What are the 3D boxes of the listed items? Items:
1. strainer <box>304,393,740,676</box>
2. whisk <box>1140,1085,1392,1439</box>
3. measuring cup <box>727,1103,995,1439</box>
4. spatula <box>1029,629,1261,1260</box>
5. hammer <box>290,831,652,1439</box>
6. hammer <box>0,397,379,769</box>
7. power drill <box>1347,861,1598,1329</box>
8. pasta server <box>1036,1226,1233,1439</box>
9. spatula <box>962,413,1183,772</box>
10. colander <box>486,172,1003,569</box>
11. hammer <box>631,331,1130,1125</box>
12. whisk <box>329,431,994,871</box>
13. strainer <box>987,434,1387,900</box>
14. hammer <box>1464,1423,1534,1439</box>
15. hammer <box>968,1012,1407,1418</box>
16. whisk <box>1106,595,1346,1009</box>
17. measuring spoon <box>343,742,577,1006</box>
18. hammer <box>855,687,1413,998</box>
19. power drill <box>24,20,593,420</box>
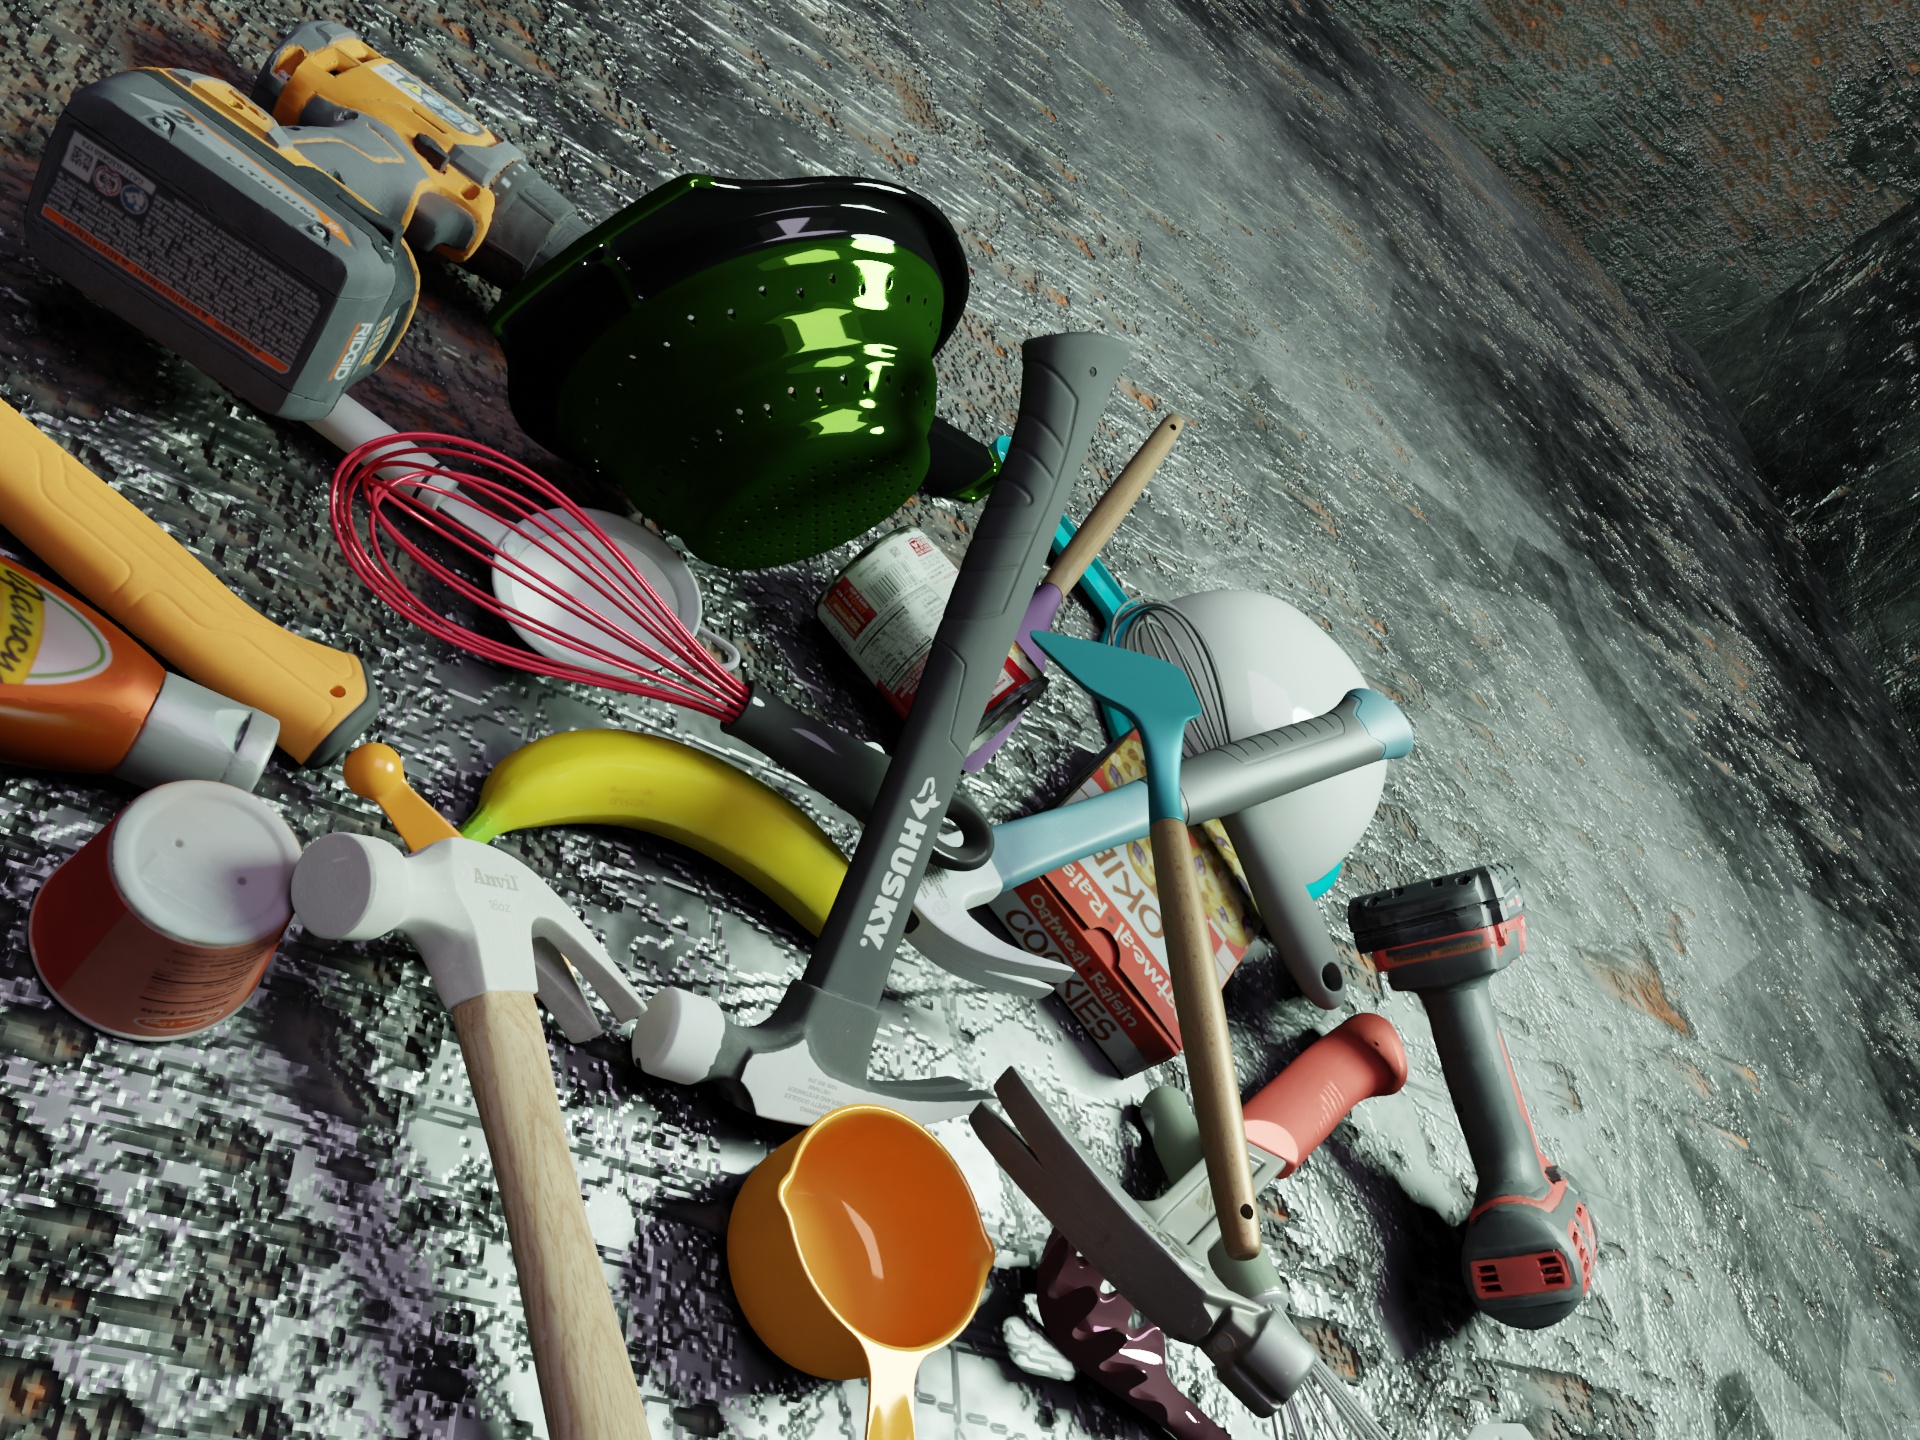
[{"bbox_3d":[-0.204,-0.088,0.641,0.258,0.050,0.087,37,45,-10],"label":"strainer"},{"bbox_3d":[0.130,0.251,0.661,0.059,0.057,0.247,-11,42,-13],"label":"whisk"},{"bbox_3d":[-0.039,0.220,0.539,0.095,0.052,0.174,26,44,-31],"label":"measuring cup"},{"bbox_3d":[0.088,0.073,0.672,0.082,0.044,0.318,12,49,-20],"label":"spatula"},{"bbox_3d":[-0.111,0.193,0.473,0.130,0.031,0.331,27,41,-68],"label":"hammer"},{"bbox_3d":[-0.334,-0.099,0.511,0.336,0.034,0.127,42,35,-13],"label":"hammer"},{"bbox_3d":[0.289,0.195,0.860,0.187,0.080,0.227,9,65,-65],"label":"power drill"},{"bbox_3d":[0.136,0.320,0.654,0.316,0.040,0.060,46,17,-9],"label":"pasta server"},{"bbox_3d":[0.059,-0.088,0.891,0.059,0.018,0.316,41,51,-6],"label":"spatula"},{"bbox_3d":[-0.047,-0.122,0.751,0.397,0.204,0.094,11,54,-67],"label":"colander"},{"bbox_3d":[-0.001,-0.002,0.626,0.146,0.035,0.335,27,79,-32],"label":"hammer"},{"bbox_3d":[-0.101,-0.016,0.610,0.295,0.073,0.073,33,39,-24],"label":"whisk"},{"bbox_3d":[0.148,-0.053,0.951,0.340,0.095,0.211,52,35,-1],"label":"strainer"},{"bbox_3d":[0.218,0.465,0.561,0.143,0.035,0.406,61,26,-52],"label":"hammer"},{"bbox_3d":[0.137,0.180,0.725,0.149,0.036,0.359,43,20,18],"label":"hammer"},{"bbox_3d":[0.141,0.041,0.835,0.055,0.055,0.239,-10,71,-51],"label":"whisk"},{"bbox_3d":[-0.173,0.055,0.555,0.021,0.011,0.117,-40,100,-16],"label":"measuring spoon"},{"bbox_3d":[0.099,0.037,0.763,0.331,0.033,0.128,-16,70,-34],"label":"hammer"},{"bbox_3d":[-0.232,-0.198,0.647,0.185,0.084,0.226,34,27,-11],"label":"power drill"}]
